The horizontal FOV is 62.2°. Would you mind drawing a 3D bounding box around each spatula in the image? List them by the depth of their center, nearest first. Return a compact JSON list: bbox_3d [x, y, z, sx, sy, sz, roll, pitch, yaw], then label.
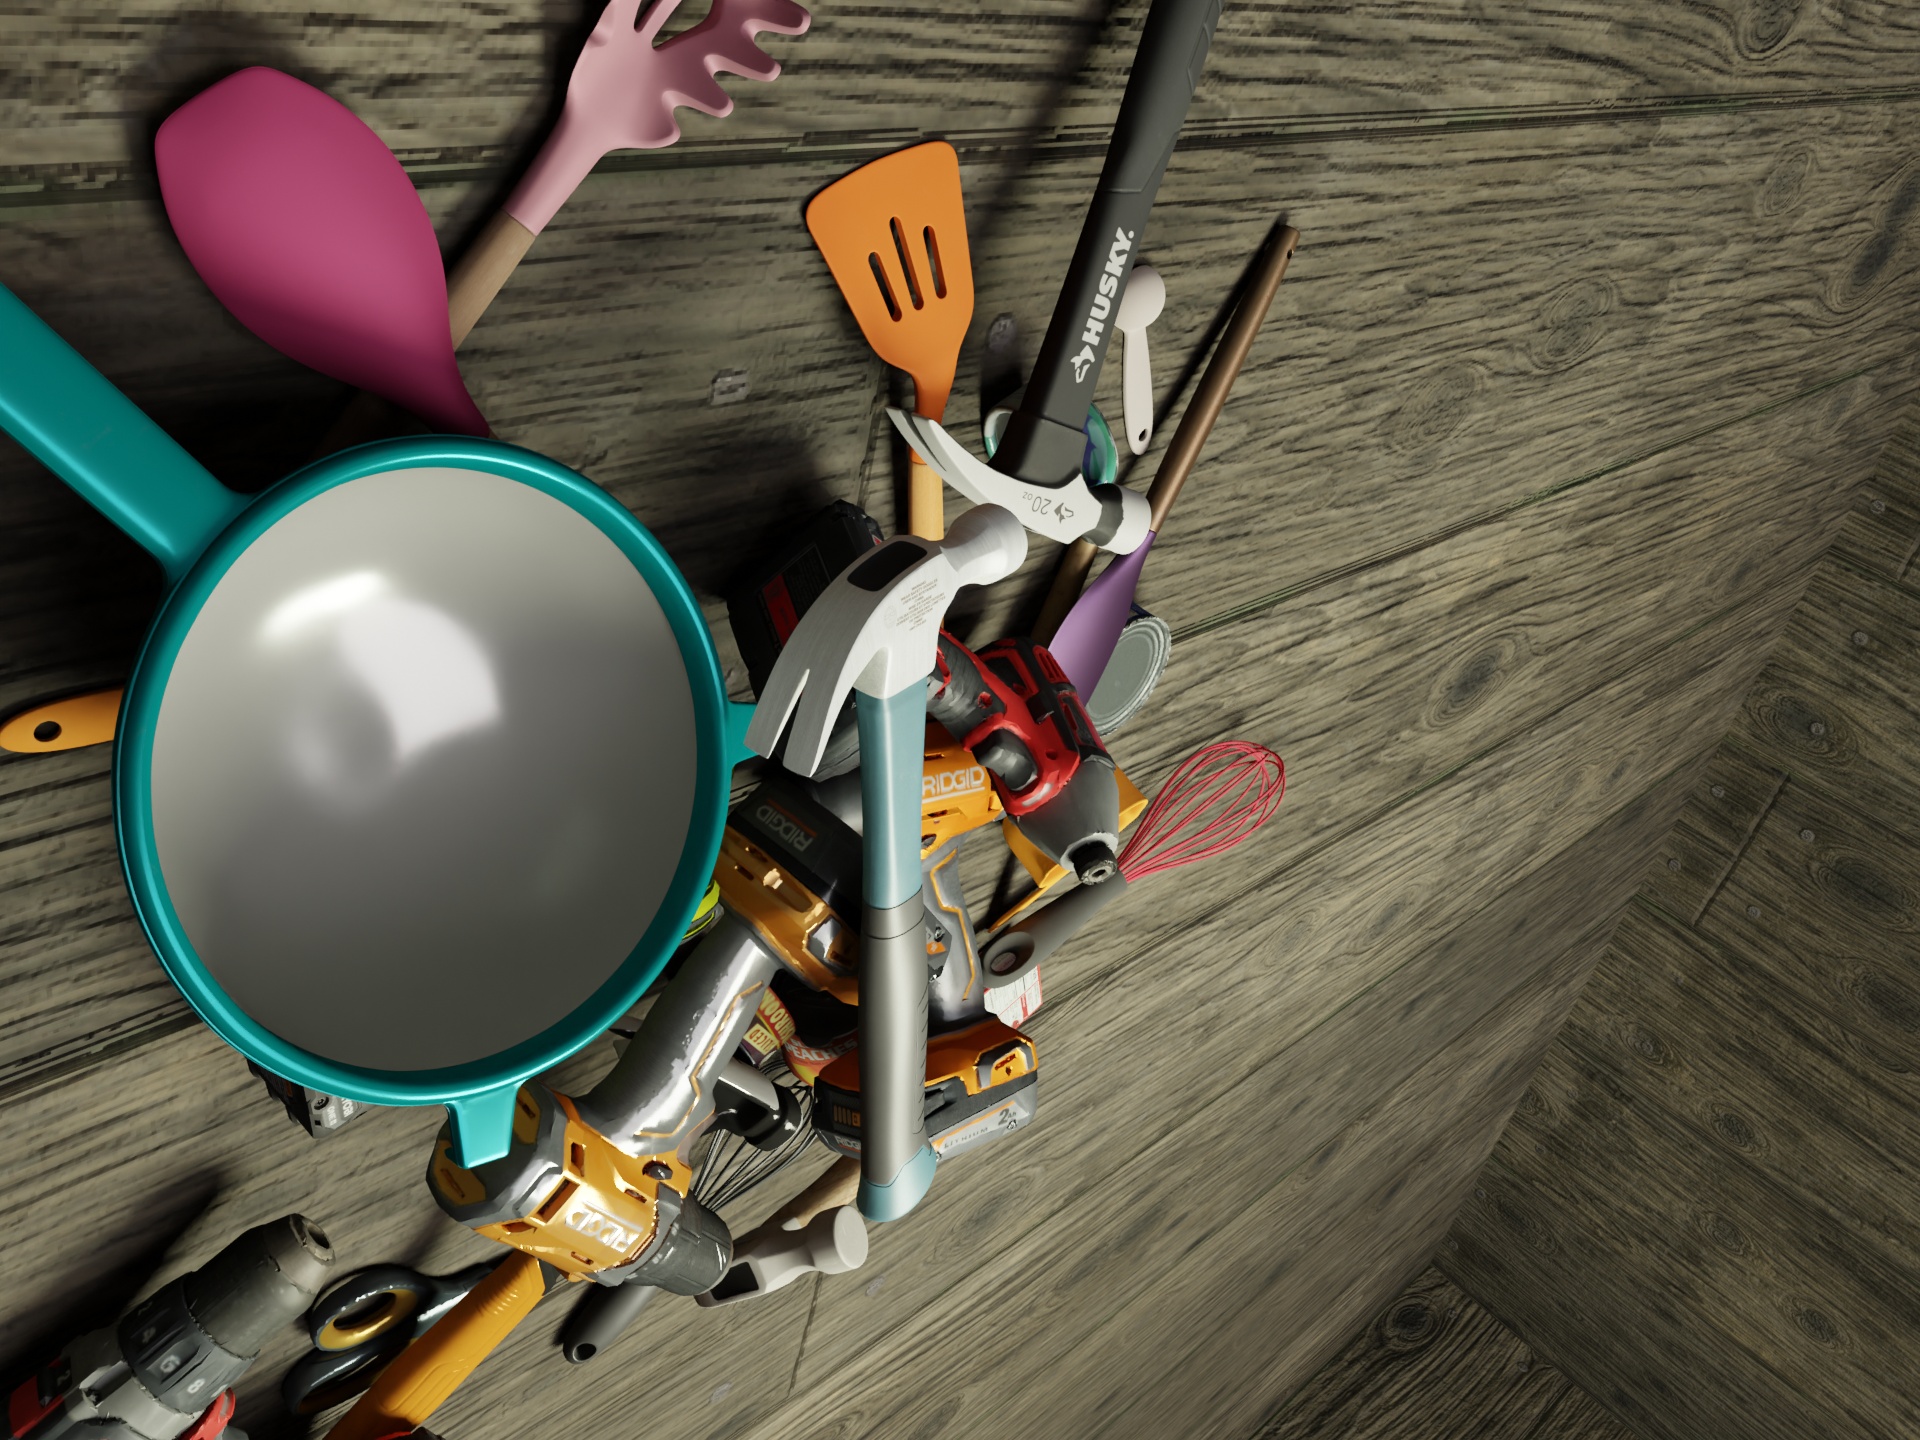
[{"bbox_3d":[-0.023,-0.114,0.767,0.081,0.041,0.322,-34,148,-26],"label":"spatula"},{"bbox_3d":[0.115,-0.133,0.899,0.059,0.018,0.316,20,98,-52],"label":"spatula"}]

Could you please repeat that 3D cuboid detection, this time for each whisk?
[{"bbox_3d":[-0.164,0.299,0.965,0.239,0.055,0.055,-50,148,3],"label":"whisk"},{"bbox_3d":[0.122,0.099,1.120,0.296,0.073,0.073,-34,143,-26],"label":"whisk"}]

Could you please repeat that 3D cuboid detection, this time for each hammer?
[{"bbox_3d":[-0.027,0.081,0.661,0.128,0.033,0.330,-31,134,-42],"label":"hammer"},{"bbox_3d":[0.073,-0.246,0.696,0.146,0.035,0.334,10,102,-40],"label":"hammer"},{"bbox_3d":[-0.235,0.290,0.809,0.337,0.034,0.127,-46,131,5],"label":"hammer"},{"bbox_3d":[-0.056,0.259,0.935,0.130,0.031,0.331,-23,177,21],"label":"hammer"}]

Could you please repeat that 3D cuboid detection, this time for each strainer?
[{"bbox_3d":[-0.218,-0.026,0.495,0.340,0.095,0.211,51,57,-35],"label":"strainer"}]

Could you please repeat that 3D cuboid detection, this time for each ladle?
[{"bbox_3d":[0.033,0.021,0.939,0.320,0.062,0.078,-67,167,16],"label":"ladle"}]

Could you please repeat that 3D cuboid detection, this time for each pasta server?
[{"bbox_3d":[-0.163,-0.145,0.538,0.316,0.040,0.060,-52,138,1],"label":"pasta server"}]

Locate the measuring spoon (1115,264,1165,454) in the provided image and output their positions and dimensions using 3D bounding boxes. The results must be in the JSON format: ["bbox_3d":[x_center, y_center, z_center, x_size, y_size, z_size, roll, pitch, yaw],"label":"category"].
[{"bbox_3d":[0.100,-0.188,0.855,0.034,0.018,0.124,-40,147,-21],"label":"measuring spoon"}]

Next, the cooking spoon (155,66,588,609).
[{"bbox_3d":[-0.158,-0.080,0.561,0.069,0.017,0.318,-39,137,-8],"label":"cooking spoon"}]

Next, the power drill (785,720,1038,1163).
[{"bbox_3d":[-0.034,0.117,0.853,0.164,0.084,0.226,-8,97,-45],"label":"power drill"}]

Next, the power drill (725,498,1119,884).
[{"bbox_3d":[-0.001,-0.002,0.763,0.078,0.143,0.219,-38,142,20],"label":"power drill"}]

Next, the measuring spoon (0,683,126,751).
[{"bbox_3d":[-0.272,-0.005,0.557,0.117,0.011,0.021,-17,133,-44],"label":"measuring spoon"}]

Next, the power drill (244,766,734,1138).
[{"bbox_3d":[-0.193,0.057,0.665,0.223,0.080,0.171,-29,141,-39],"label":"power drill"}]

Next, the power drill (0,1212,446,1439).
[{"bbox_3d":[-0.315,0.335,0.723,0.188,0.080,0.226,-40,128,-9],"label":"power drill"}]

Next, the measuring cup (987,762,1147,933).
[{"bbox_3d":[0.049,0.081,1.033,0.095,0.052,0.173,-27,165,-43],"label":"measuring cup"}]

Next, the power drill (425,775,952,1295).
[{"bbox_3d":[-0.106,0.159,0.726,0.226,0.084,0.185,-49,141,-11],"label":"power drill"}]
